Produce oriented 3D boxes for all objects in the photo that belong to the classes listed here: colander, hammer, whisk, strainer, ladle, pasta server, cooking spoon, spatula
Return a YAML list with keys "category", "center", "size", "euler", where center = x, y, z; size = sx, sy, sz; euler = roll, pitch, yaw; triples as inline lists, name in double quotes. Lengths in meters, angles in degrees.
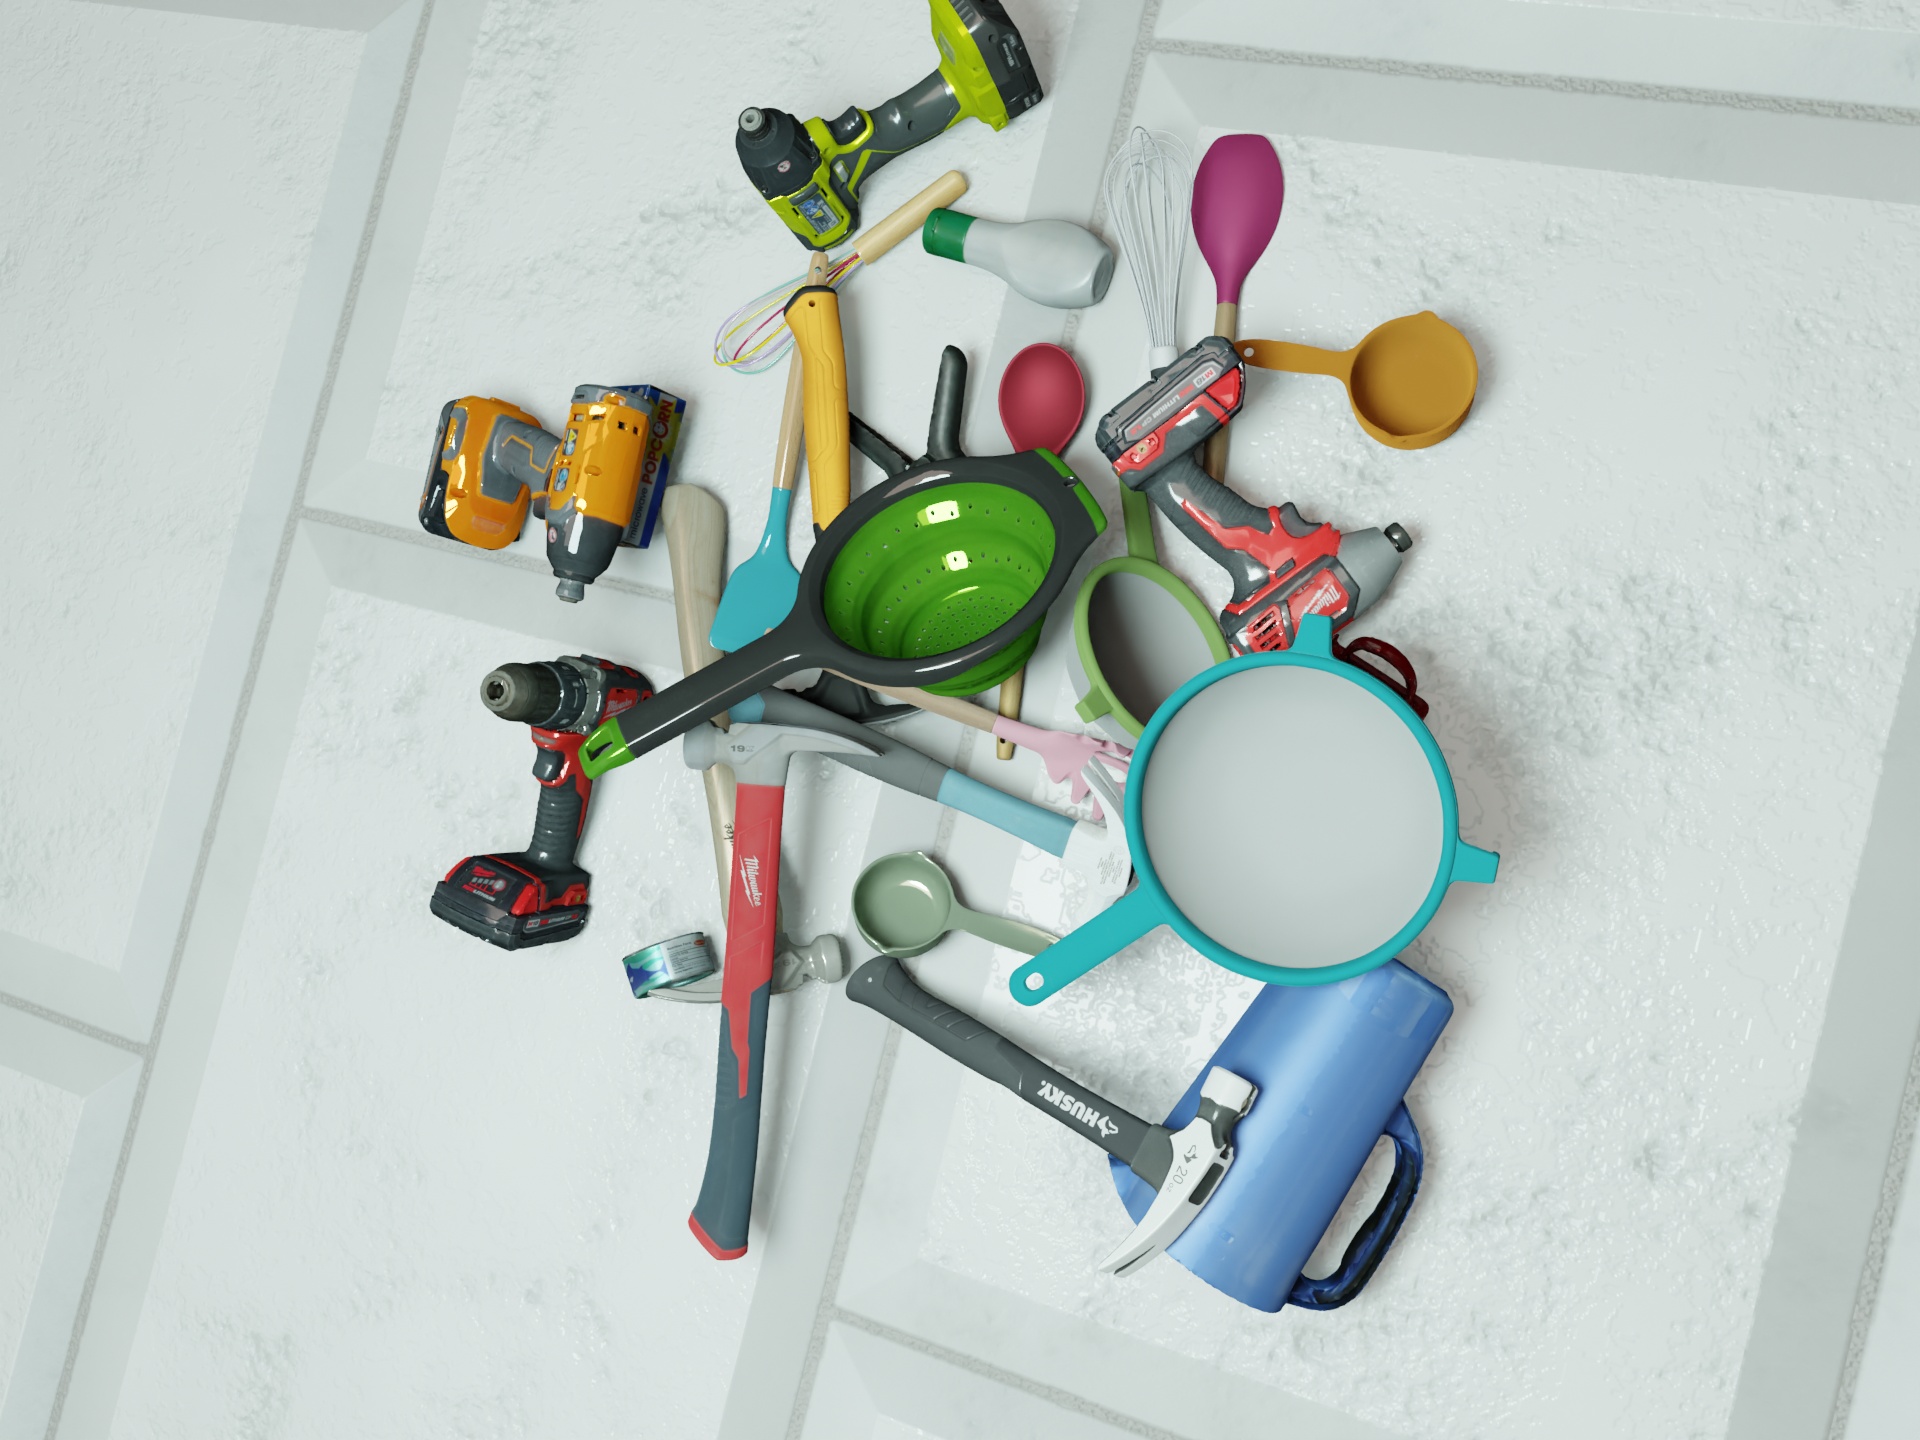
- category: "colander"
  center: [-0.077, -0.045, 1.126]
  size: [0.397, 0.094, 0.205]
  euler: [-29, 48, -3]
- category: "hammer"
  center: [-0.091, -0.163, 1.214]
  size: [0.127, 0.034, 0.337]
  euler: [-4, 91, 8]
- category: "whisk"
  center: [-0.096, -0.355, 1.266]
  size: [0.245, 0.047, 0.051]
  euler: [-35, 103, 7]
- category: "strainer"
  center: [0.118, -0.083, 1.152]
  size: [0.069, 0.151, 0.257]
  euler: [-33, 52, 44]
- category: "ladle"
  center: [0.050, -0.127, 1.204]
  size: [0.069, 0.031, 0.315]
  euler: [5, 88, 20]
- category: "strainer"
  center: [0.174, 0.092, 1.052]
  size: [0.340, 0.095, 0.211]
  euler: [-38, 79, 27]
- category: "pasta server"
  center: [-0.002, -0.004, 1.170]
  size: [0.316, 0.040, 0.060]
  euler: [21, 122, 6]
- category: "hammer"
  center: [-0.198, 0.012, 1.236]
  size: [0.146, 0.038, 0.411]
  euler: [-8, 77, -15]
- category: "cooking spoon"
  center: [0.196, -0.283, 1.179]
  size: [0.069, 0.017, 0.319]
  euler: [4, 85, 16]
- category: "hammer"
  center: [-0.025, 0.043, 1.164]
  size: [0.331, 0.033, 0.128]
  euler: [23, 115, 12]
- category: "spatula"
  center: [-0.133, -0.207, 1.243]
  size: [0.082, 0.044, 0.317]
  euler: [9, 96, -9]
- category: "hammer"
  center: [0.036, 0.246, 1.096]
  size: [0.335, 0.035, 0.146]
  euler: [22, 79, 42]
- category: "whisk"
  center: [0.147, -0.299, 1.177]
  size: [0.070, 0.070, 0.284]
  euler: [-5, 87, 17]
- category: "hammer"
  center: [-0.139, 0.196, 1.146]
  size: [0.143, 0.038, 0.386]
  euler: [4, 92, 5]

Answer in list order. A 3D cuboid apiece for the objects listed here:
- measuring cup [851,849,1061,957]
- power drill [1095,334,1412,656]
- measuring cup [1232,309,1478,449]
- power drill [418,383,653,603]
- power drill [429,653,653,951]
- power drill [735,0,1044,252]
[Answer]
- category: "measuring cup"
  center: [0.000, 0.153, 1.183]
  size: [0.167, 0.038, 0.083]
  euler: [17, 65, 5]
- category: "power drill"
  center: [0.206, -0.153, 1.116]
  size: [0.143, 0.078, 0.219]
  euler: [-36, 90, 10]
- category: "measuring cup"
  center: [0.279, -0.244, 1.133]
  size: [0.174, 0.052, 0.095]
  euler: [14, 89, 20]
- category: "power drill"
  center: [-0.338, -0.180, 1.259]
  size: [0.227, 0.084, 0.164]
  euler: [10, 87, 43]
- category: "power drill"
  center: [-0.327, 0.056, 1.221]
  size: [0.080, 0.188, 0.226]
  euler: [21, 95, 17]
- category: "power drill"
  center: [-0.059, -0.460, 1.200]
  size: [0.223, 0.171, 0.080]
  euler: [-32, 76, 8]
